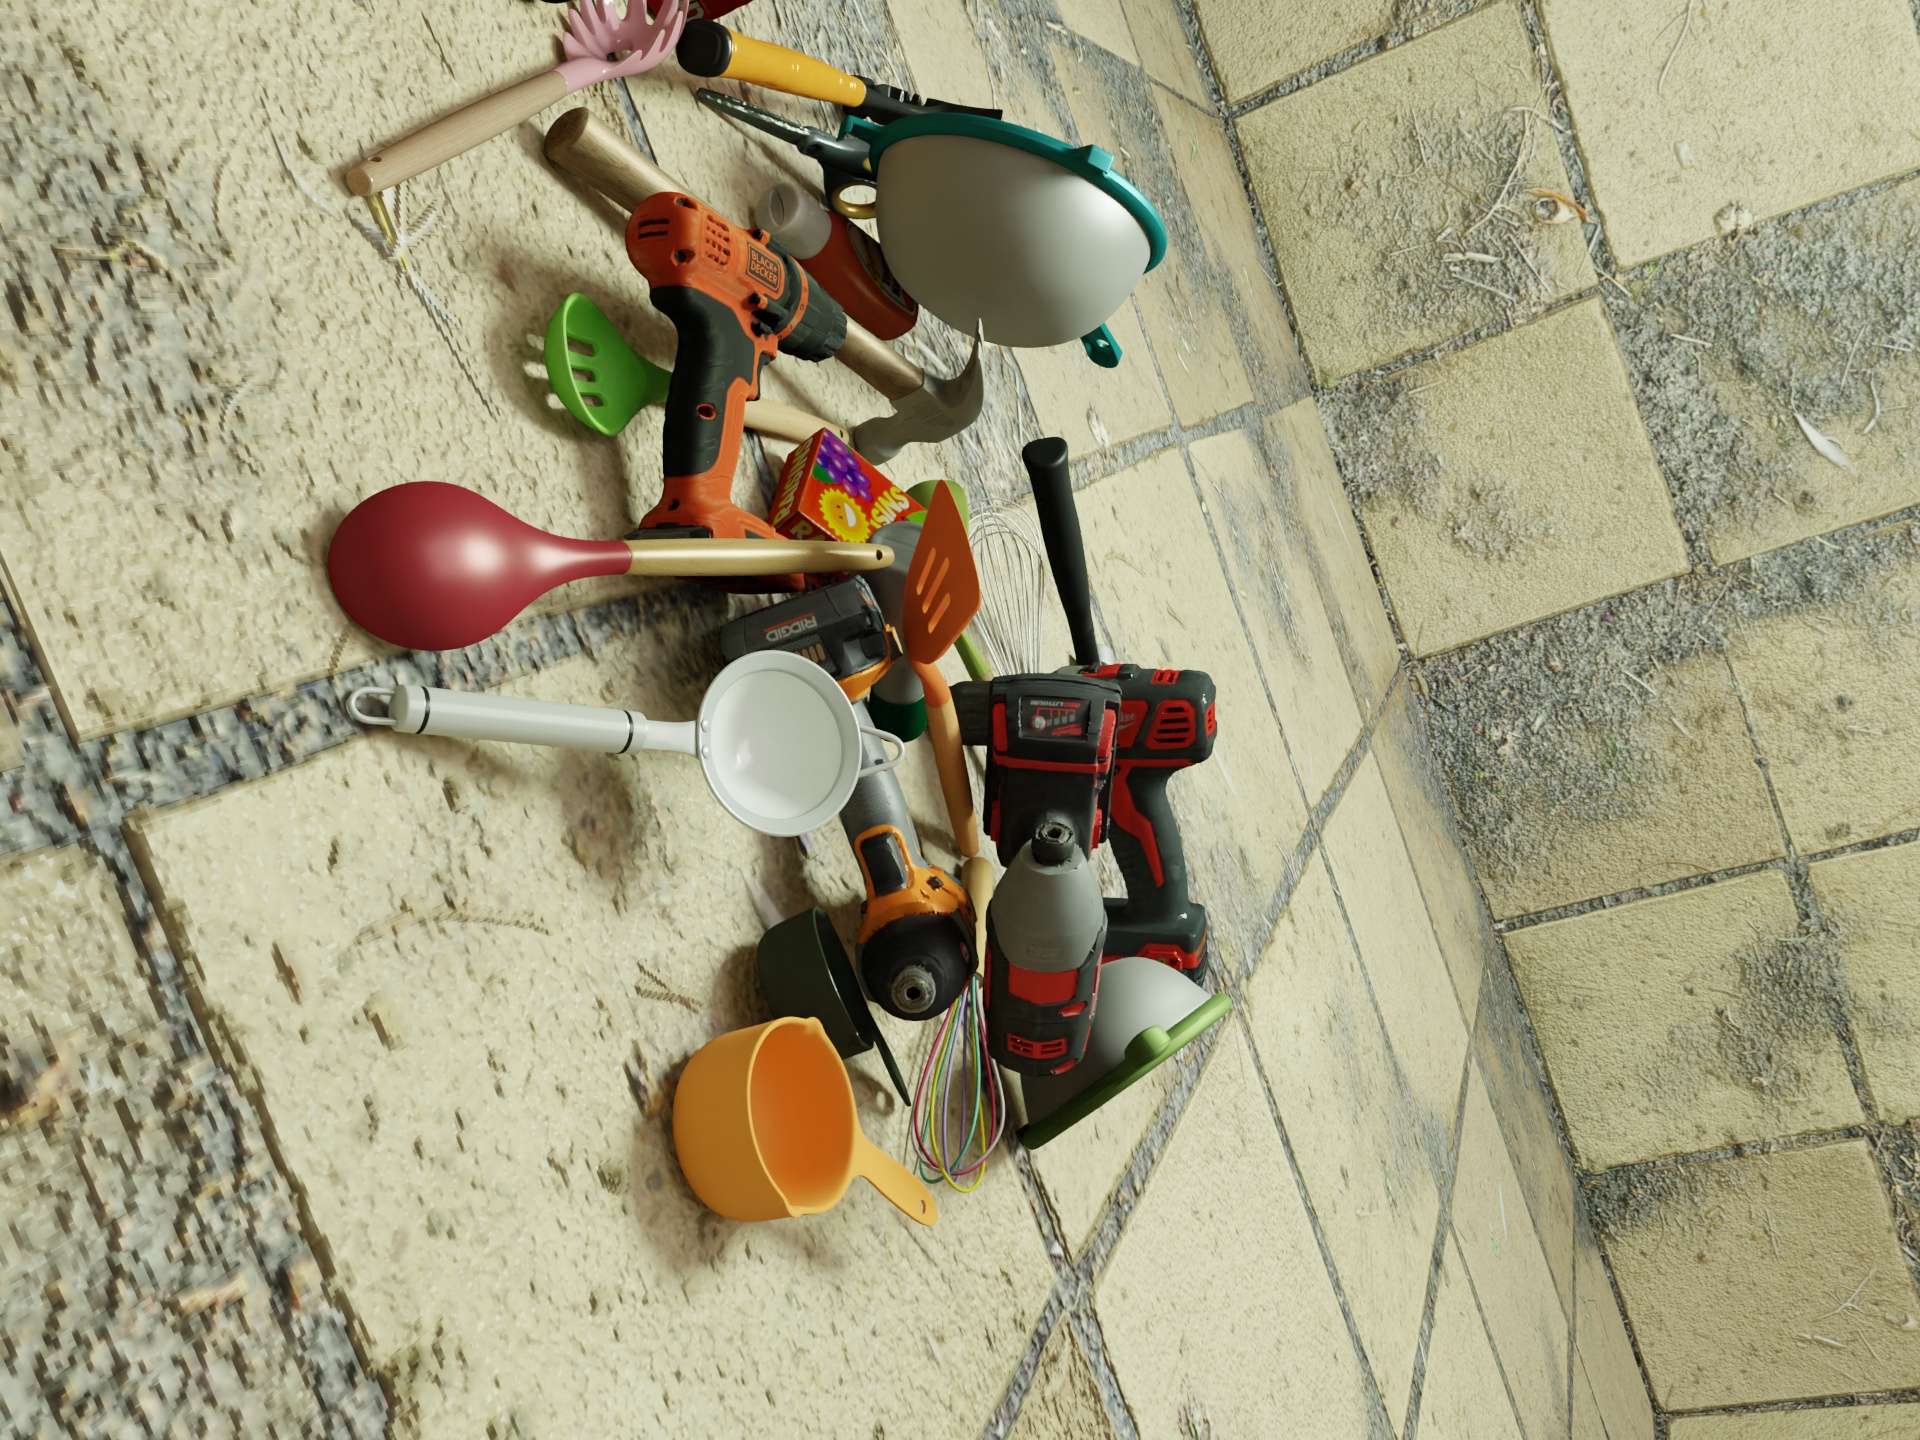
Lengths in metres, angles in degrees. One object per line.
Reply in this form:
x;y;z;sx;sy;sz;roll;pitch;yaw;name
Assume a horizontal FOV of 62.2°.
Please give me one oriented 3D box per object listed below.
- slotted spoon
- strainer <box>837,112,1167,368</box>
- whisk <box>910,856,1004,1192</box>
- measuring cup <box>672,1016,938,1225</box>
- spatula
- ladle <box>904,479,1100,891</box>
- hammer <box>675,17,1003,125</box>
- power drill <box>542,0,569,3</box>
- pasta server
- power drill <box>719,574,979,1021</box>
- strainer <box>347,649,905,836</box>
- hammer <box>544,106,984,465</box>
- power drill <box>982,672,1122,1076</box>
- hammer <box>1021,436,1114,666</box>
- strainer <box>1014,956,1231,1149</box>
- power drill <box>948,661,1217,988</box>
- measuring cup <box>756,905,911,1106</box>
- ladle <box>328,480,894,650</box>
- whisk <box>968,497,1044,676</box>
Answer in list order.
-0.139;-0.179;0.897;0.313;0.031;0.070;-4;86;-67;slotted spoon
0.048;-0.297;1.129;0.340;0.211;0.095;33;75;-65;strainer
0.004;0.174;0.946;0.047;0.051;0.245;24;37;-14;whisk
-0.072;0.207;0.754;0.173;0.052;0.095;51;32;-43;measuring cup
-0.001;-0.003;0.908;0.322;0.041;0.081;79;-5;-57;spatula
0.035;-0.016;1.095;0.062;0.078;0.320;-34;108;-20;ladle
-0.083;-0.423;1.063;0.337;0.127;0.034;-33;141;-65;hammer
-0.223;-0.493;0.790;0.185;0.084;0.226;61;28;-85;power drill
-0.220;-0.325;0.810;0.316;0.060;0.040;-65;168;-53;pasta server
-0.049;0.044;0.826;0.164;0.084;0.226;-93;164;-83;power drill
-0.139;0.005;0.694;0.258;0.050;0.087;8;76;-41;strainer
-0.103;-0.254;0.943;0.331;0.130;0.031;28;52;-46;hammer
0.048;0.070;0.872;0.220;0.078;0.143;-83;176;-57;power drill
0.086;-0.081;1.171;0.334;0.035;0.146;71;14;-54;hammer
0.083;0.175;0.908;0.069;0.151;0.256;54;-8;14;strainer
0.077;0.072;1.053;0.080;0.188;0.226;-49;137;-67;power drill
-0.063;0.163;0.822;0.167;0.038;0.083;69;0;-46;measuring cup
-0.136;-0.073;0.731;0.315;0.031;0.069;-8;92;-51;ladle
0.045;-0.021;1.152;0.070;0.070;0.284;-14;92;-66;whisk
